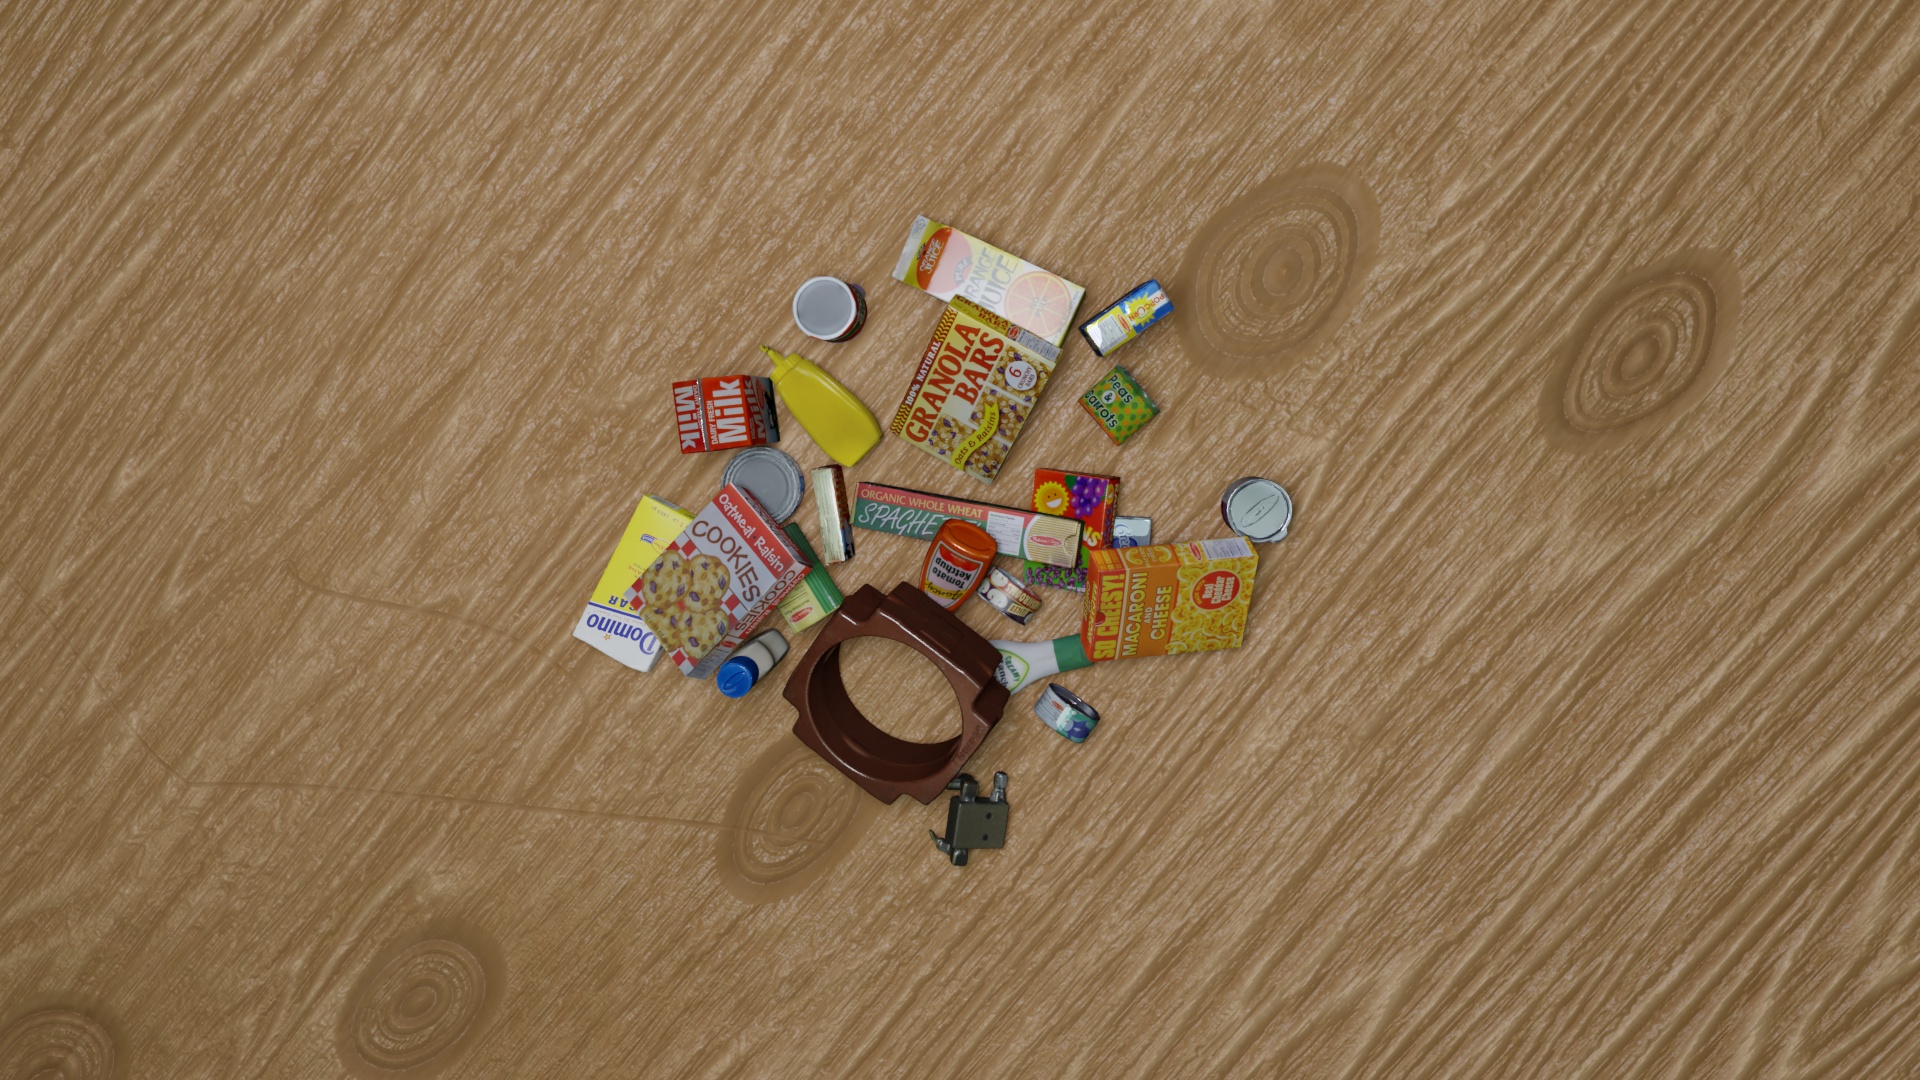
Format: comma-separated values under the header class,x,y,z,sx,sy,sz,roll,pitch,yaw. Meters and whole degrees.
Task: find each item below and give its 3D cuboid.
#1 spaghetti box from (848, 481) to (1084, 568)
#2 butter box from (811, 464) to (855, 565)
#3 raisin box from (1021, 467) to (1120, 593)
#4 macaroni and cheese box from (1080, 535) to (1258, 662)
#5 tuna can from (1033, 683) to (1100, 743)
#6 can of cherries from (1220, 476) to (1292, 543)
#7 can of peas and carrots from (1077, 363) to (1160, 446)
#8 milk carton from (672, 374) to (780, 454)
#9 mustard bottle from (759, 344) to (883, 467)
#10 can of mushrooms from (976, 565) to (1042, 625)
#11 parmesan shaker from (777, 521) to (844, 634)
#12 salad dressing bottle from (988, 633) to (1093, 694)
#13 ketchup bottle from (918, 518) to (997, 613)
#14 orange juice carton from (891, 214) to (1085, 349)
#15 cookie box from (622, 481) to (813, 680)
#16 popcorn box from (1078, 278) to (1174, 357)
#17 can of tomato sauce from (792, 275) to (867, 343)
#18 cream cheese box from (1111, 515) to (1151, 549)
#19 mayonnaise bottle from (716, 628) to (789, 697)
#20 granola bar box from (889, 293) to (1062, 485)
class,x,y,z,sx,sy,sz,roll,pitch,yaw
spaghetti box,0.005,-0.018,1.454,0.250,0.029,0.050,11,96,17
butter box,-0.135,-0.029,1.479,0.024,0.053,0.103,-8,94,7
raisin box,0.116,-0.011,1.458,0.086,0.040,0.123,9,97,26
macaroni and cheese box,0.212,0.061,1.425,0.167,0.040,0.123,-5,127,-9
tuna can,0.114,0.185,1.478,0.071,0.071,0.033,34,98,0
can of cherries,0.308,-0.031,1.448,0.071,0.058,0.071,0,95,3
can of peas and carrots,0.163,-0.141,1.440,0.058,0.071,0.071,-41,92,7
milk carton,-0.239,-0.128,1.407,0.073,0.191,0.072,-7,95,4
mustard bottle,-0.153,-0.151,1.471,0.065,0.049,0.160,-43,91,7
can of mushrooms,0.052,0.059,1.466,0.071,0.071,0.033,37,95,0
parmesan shaker,-0.174,0.038,1.480,0.071,0.071,0.103,-31,92,6
salad dressing bottle,0.067,0.131,1.485,0.148,0.044,0.064,-13,96,5
ketchup bottle,-0.015,0.044,1.448,0.065,0.044,0.148,28,132,1
orange juice carton,0.029,-0.265,1.436,0.193,0.073,0.071,25,97,2
cookie box,-0.250,0.041,1.431,0.167,0.040,0.123,-46,66,6
popcorn box,0.166,-0.224,1.405,0.085,0.127,0.038,-35,96,7
can of tomato sauce,-0.133,-0.241,1.444,0.071,0.083,0.071,0,96,4
cream cheese box,0.173,0.025,1.478,0.053,0.024,0.103,3,95,4
mayonnaise bottle,-0.220,0.131,1.450,0.064,0.148,0.041,-38,93,7
granola bar box,0.014,-0.154,1.428,0.124,0.039,0.164,28,126,-1
